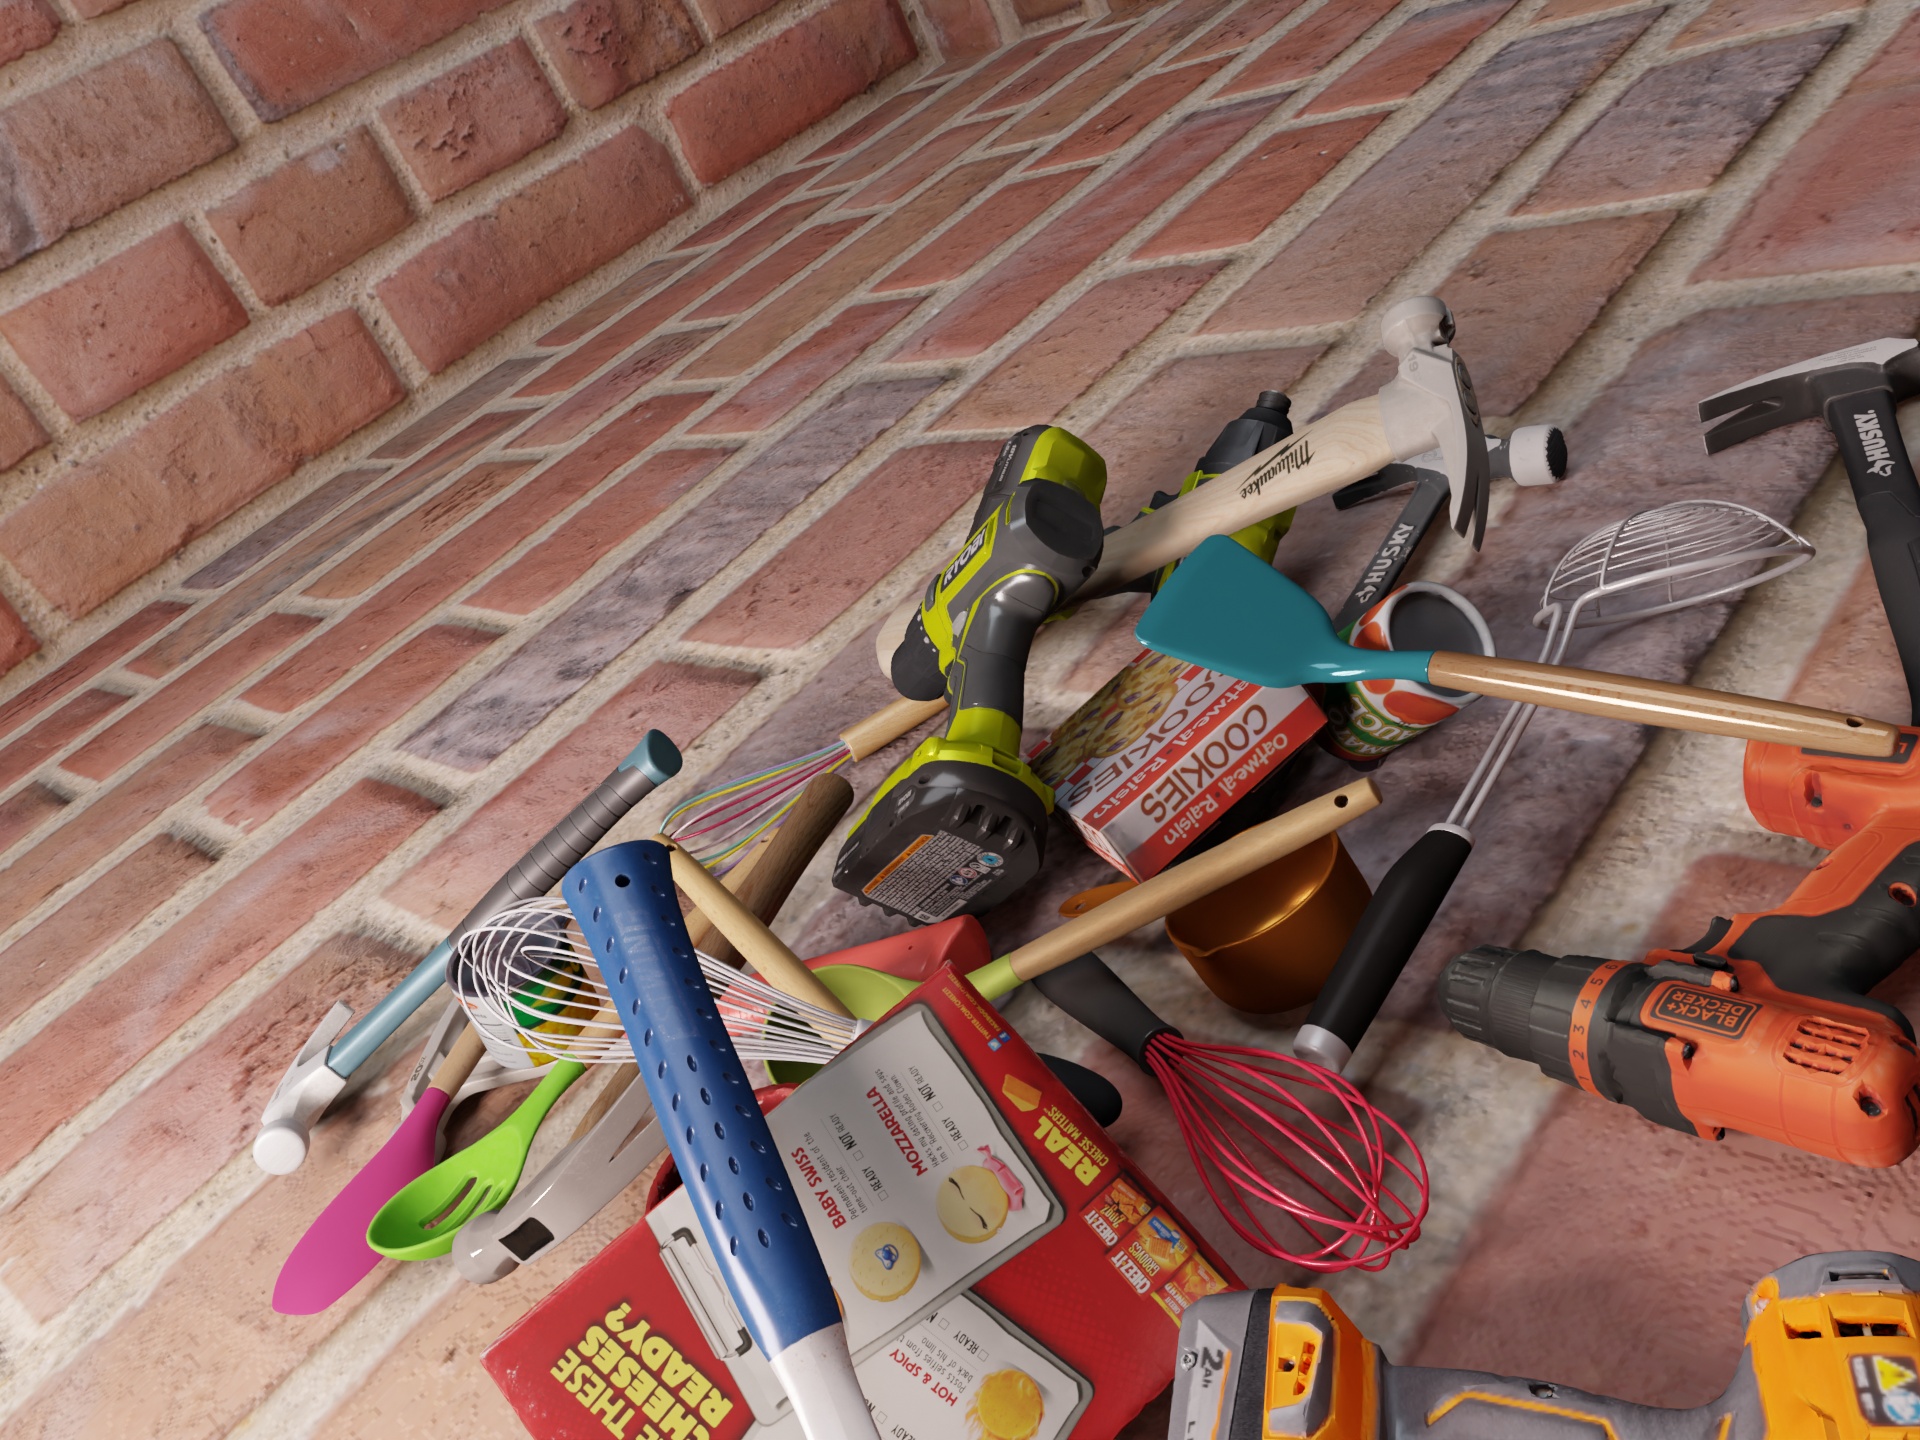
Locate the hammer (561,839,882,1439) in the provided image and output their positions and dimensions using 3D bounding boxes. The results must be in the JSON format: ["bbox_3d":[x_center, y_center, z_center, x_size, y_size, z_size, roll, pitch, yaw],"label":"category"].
[{"bbox_3d":[-0.050,0.209,0.500,0.144,0.035,0.406,-24,58,-11],"label":"hammer"}]

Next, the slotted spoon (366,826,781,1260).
[{"bbox_3d":[-0.185,0.162,0.841,0.070,0.031,0.314,0,38,41],"label":"slotted spoon"}]

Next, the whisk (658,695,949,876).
[{"bbox_3d":[-0.094,0.026,1.042,0.245,0.051,0.047,-31,23,-13],"label":"whisk"}]

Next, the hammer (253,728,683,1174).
[{"bbox_3d":[-0.297,0.130,0.975,0.331,0.033,0.128,-44,19,-2],"label":"hammer"}]

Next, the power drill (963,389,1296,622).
[{"bbox_3d":[0.113,-0.130,1.030,0.223,0.080,0.171,9,76,49],"label":"power drill"}]

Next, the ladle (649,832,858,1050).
[{"bbox_3d":[-0.052,0.143,0.719,0.069,0.031,0.316,-26,49,-33],"label":"ladle"}]

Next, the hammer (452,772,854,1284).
[{"bbox_3d":[-0.130,0.132,0.807,0.130,0.031,0.331,-37,14,39],"label":"hammer"}]

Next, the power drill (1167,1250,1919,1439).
[{"bbox_3d":[0.174,0.234,0.442,0.226,0.084,0.164,-10,34,22],"label":"power drill"}]

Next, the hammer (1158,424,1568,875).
[{"bbox_3d":[0.209,-0.044,0.904,0.149,0.036,0.409,0,40,42],"label":"hammer"}]

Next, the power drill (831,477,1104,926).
[{"bbox_3d":[-0.001,-0.003,0.889,0.190,0.080,0.229,-44,27,49],"label":"power drill"}]

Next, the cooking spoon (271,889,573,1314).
[{"bbox_3d":[-0.278,0.189,0.887,0.069,0.017,0.319,-9,34,27],"label":"cooking spoon"}]

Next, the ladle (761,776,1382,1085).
[{"bbox_3d":[0.042,0.100,0.720,0.320,0.062,0.078,-30,64,24],"label":"ladle"}]

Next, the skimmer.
[{"bbox_3d":[0.266,0.027,0.713,0.363,0.090,0.127,-51,10,-25],"label":"skimmer"}]

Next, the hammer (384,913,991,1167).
[{"bbox_3d":[-0.151,0.159,0.881,0.359,0.036,0.149,-17,30,19],"label":"hammer"}]

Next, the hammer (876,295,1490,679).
[{"bbox_3d":[0.109,-0.096,0.938,0.410,0.038,0.146,-23,57,35],"label":"hammer"}]

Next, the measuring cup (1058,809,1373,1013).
[{"bbox_3d":[0.117,0.097,0.747,0.173,0.052,0.095,-15,28,51],"label":"measuring cup"}]

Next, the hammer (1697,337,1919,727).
[{"bbox_3d":[0.455,-0.098,0.784,0.146,0.035,0.335,-11,33,27],"label":"hammer"}]

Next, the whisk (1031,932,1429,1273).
[{"bbox_3d":[0.095,0.148,0.674,0.073,0.073,0.296,-34,23,-12],"label":"whisk"}]

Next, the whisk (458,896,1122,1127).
[{"bbox_3d":[-0.069,0.130,0.665,0.284,0.070,0.070,15,34,-5],"label":"whisk"}]

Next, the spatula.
[{"bbox_3d":[0.227,-0.026,0.688,0.318,0.044,0.082,13,51,40],"label":"spatula"}]
